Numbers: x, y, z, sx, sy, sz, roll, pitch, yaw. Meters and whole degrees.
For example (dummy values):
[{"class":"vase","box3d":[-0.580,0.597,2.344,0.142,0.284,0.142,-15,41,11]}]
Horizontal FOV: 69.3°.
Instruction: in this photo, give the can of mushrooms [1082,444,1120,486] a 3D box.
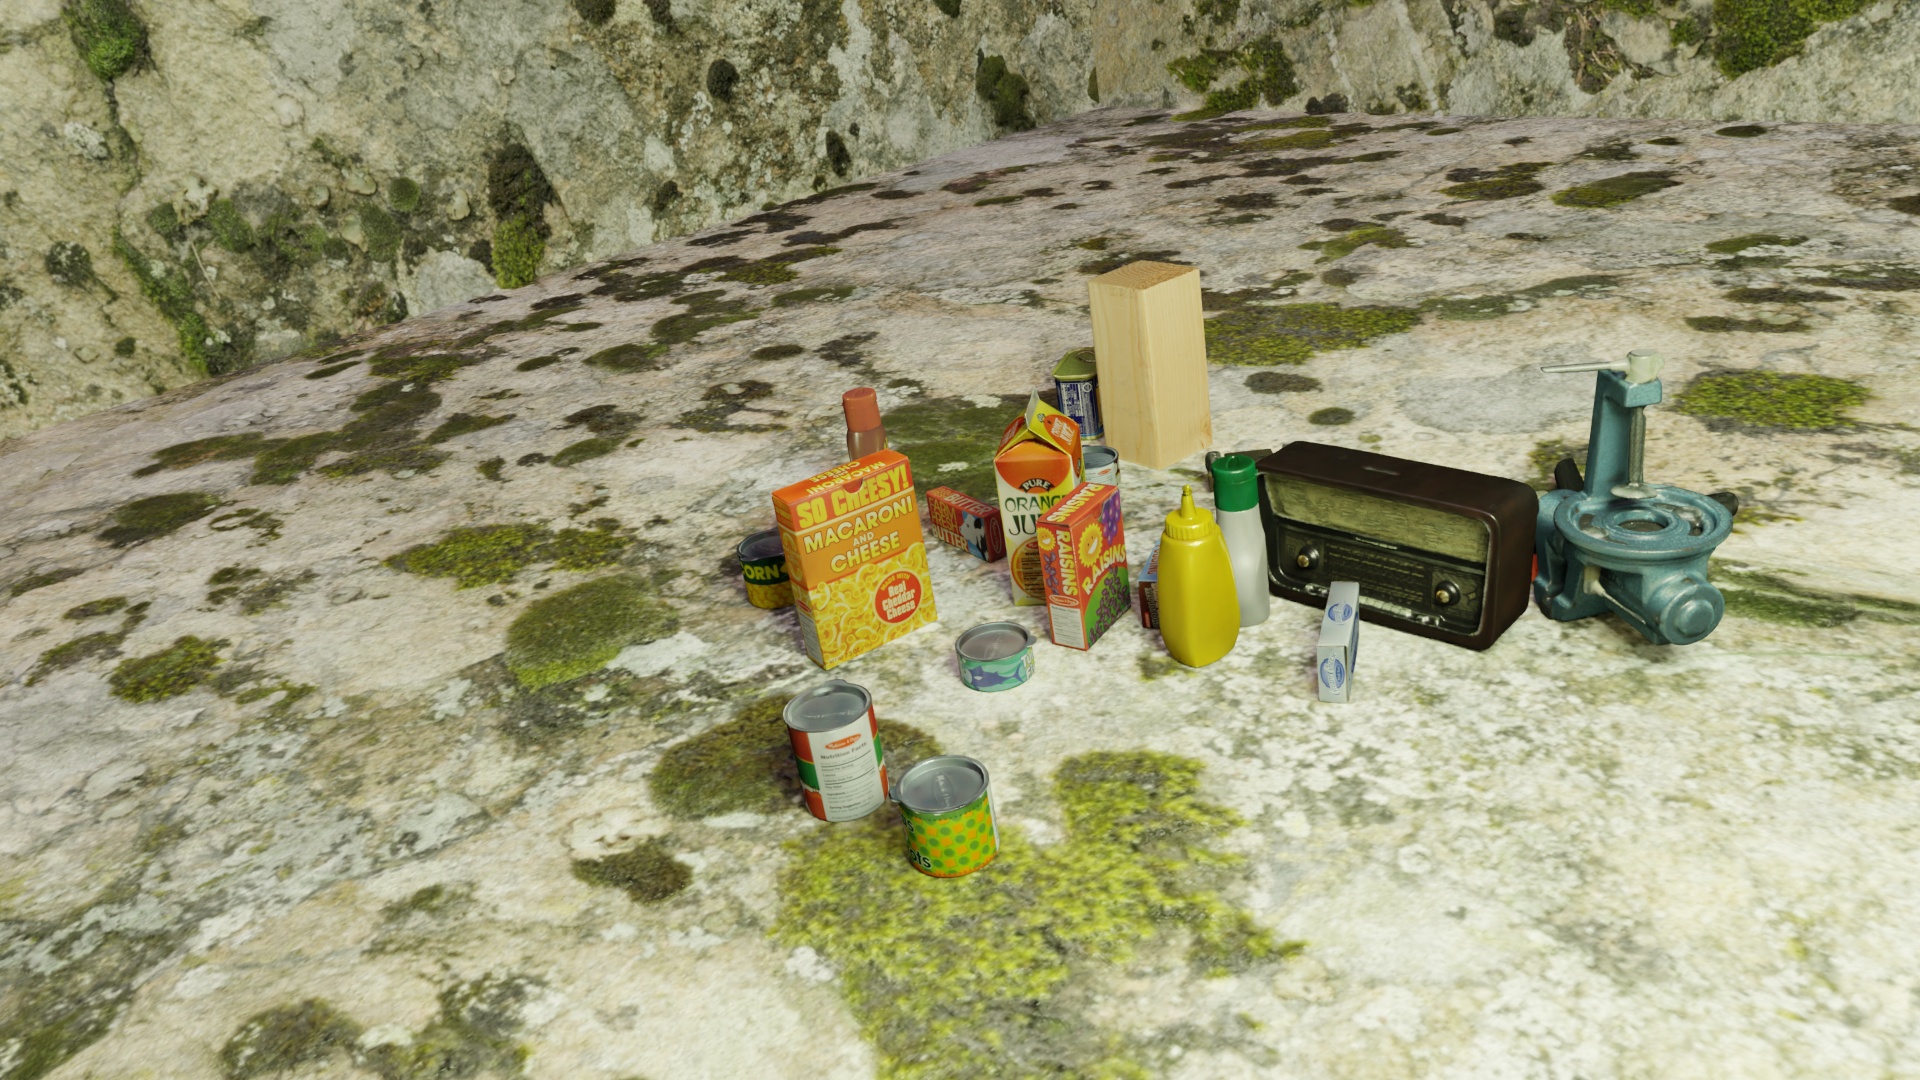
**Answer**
[{"class":"can of mushrooms","box3d":[0.141,-0.078,1.518,0.071,0.033,0.071,-8,25,4]}]

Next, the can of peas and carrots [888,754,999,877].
[{"class":"can of peas and carrots","box3d":[-0.011,0.193,0.972,0.071,0.058,0.071,-8,25,4]}]

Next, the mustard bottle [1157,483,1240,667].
[{"class":"mustard bottle","box3d":[0.192,0.024,1.139,0.065,0.159,0.049,-24,29,-29]}]

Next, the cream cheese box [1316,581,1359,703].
[{"class":"cream cheese box","box3d":[0.302,0.080,1.108,0.024,0.053,0.104,1,27,21]}]

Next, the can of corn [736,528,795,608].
[{"class":"can of corn","box3d":[-0.185,0.029,1.378,0.071,0.058,0.071,-8,25,4]}]

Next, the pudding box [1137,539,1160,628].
[{"class":"pudding box","box3d":[0.183,0.038,1.242,0.030,0.049,0.084,1,27,21]}]

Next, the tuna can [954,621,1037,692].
[{"class":"tuna can","box3d":[0.032,0.099,1.186,0.071,0.032,0.071,-8,25,4]}]

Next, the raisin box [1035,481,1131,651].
[{"class":"raisin box","box3d":[0.109,0.022,1.215,0.040,0.123,0.086,9,31,35]}]

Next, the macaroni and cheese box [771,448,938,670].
[{"class":"macaroni and cheese box","box3d":[-0.092,0.016,1.246,0.124,0.165,0.040,-23,28,-27]}]

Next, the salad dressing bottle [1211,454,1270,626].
[{"class":"salad dressing bottle","box3d":[0.238,0.000,1.187,0.044,0.147,0.064,-1,26,17]}]

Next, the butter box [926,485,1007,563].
[{"class":"butter box","box3d":[0.005,-0.018,1.416,0.024,0.053,0.103,-24,29,-28]}]

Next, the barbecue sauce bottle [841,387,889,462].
[{"class":"barbecue sauce bottle","box3d":[-0.097,-0.089,1.489,0.044,0.148,0.065,-5,25,9]}]

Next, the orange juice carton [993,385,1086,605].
[{"class":"orange juice carton","box3d":[0.077,-0.041,1.276,0.073,0.191,0.072,-3,26,13]}]

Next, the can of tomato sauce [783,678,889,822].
[{"class":"can of tomato sauce","box3d":[-0.093,0.158,1.046,0.071,0.082,0.071,-8,25,4]}]
